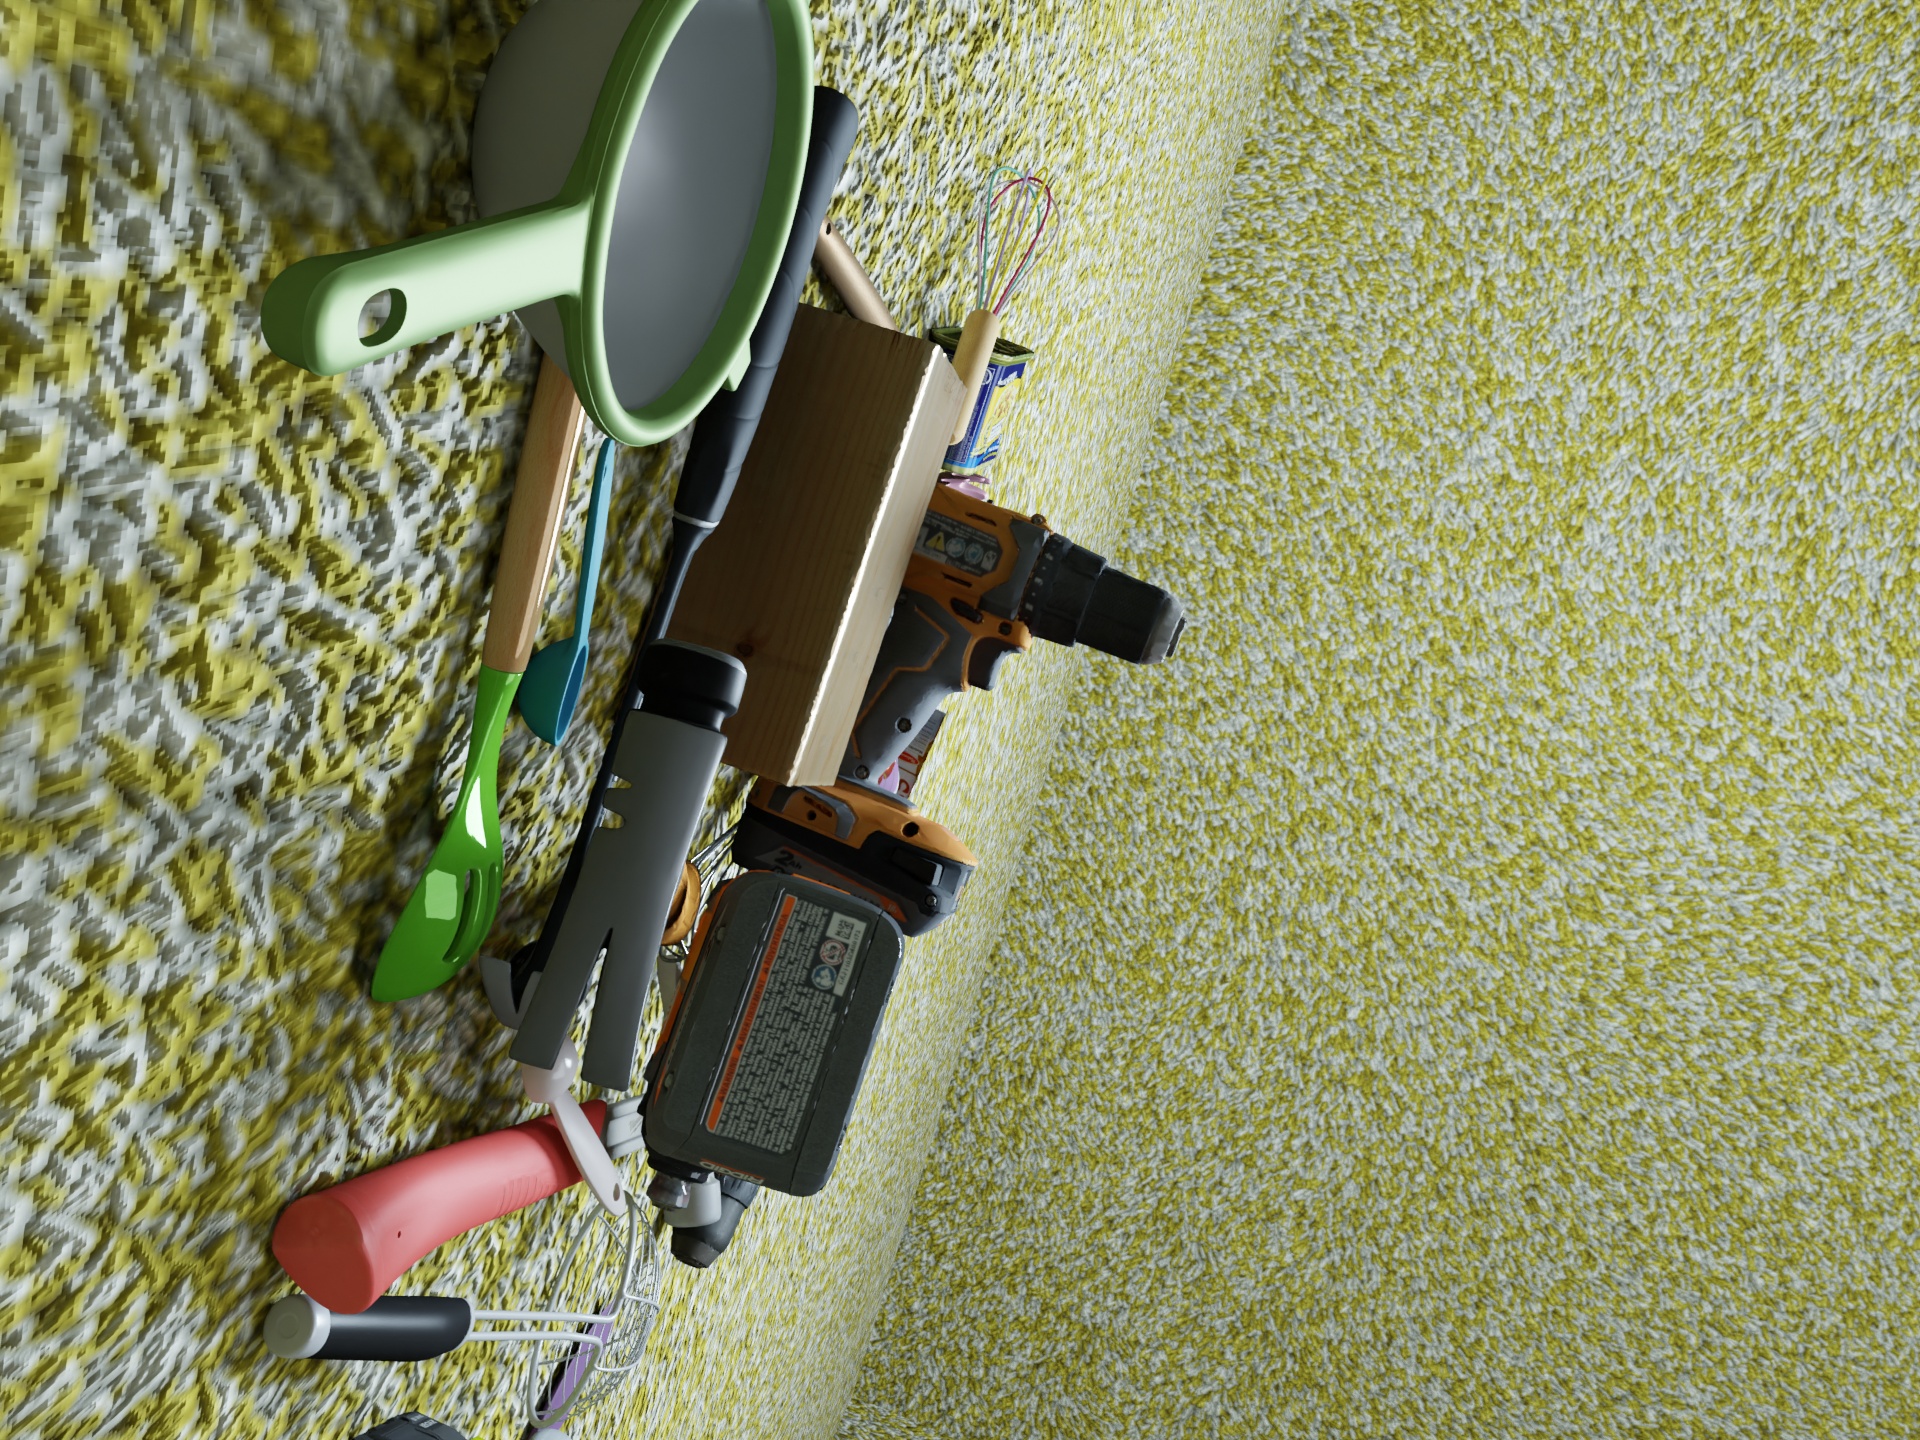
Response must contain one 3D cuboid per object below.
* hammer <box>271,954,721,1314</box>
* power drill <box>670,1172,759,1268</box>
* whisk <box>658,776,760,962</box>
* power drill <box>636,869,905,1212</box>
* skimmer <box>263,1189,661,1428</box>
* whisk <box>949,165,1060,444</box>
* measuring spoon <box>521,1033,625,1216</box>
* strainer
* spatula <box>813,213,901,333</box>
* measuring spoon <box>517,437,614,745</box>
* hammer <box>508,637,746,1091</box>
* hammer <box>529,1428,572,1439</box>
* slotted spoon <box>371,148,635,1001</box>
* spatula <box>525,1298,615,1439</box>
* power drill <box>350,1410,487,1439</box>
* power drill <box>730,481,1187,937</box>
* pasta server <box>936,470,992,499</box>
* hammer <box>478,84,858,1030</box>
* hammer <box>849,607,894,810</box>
[{"bbox_3d":[-0.189,0.190,0.734,0.359,0.037,0.149,24,60,-76],"label":"hammer"},{"bbox_3d":[-0.153,0.269,1.093,0.226,0.080,0.188,99,13,-62],"label":"power drill"},{"bbox_3d":[-0.119,0.056,0.943,0.057,0.059,0.246,53,34,-23],"label":"whisk"},{"bbox_3d":[-0.100,0.150,0.717,0.226,0.084,0.164,148,-38,-73],"label":"power drill"},{"bbox_3d":[-0.233,0.276,0.751,0.363,0.090,0.127,58,50,-66],"label":"skimmer"},{"bbox_3d":[0.020,-0.271,1.011,0.051,0.047,0.245,48,46,-40],"label":"whisk"},{"bbox_3d":[-0.166,0.182,0.713,0.034,0.018,0.124,-82,162,-51],"label":"measuring spoon"},{"bbox_3d":[-0.119,-0.141,0.432,0.256,0.069,0.151,-55,164,-59],"label":"strainer"},{"bbox_3d":[-0.050,-0.209,0.882,0.317,0.044,0.082,42,68,-76],"label":"spatula"},{"bbox_3d":[-0.147,-0.048,0.587,0.042,0.021,0.128,-85,-170,-58],"label":"measuring spoon"},{"bbox_3d":[-0.117,0.068,0.603,0.337,0.034,0.127,131,-25,-76],"label":"hammer"},{"bbox_3d":[-0.291,0.473,0.724,0.128,0.033,0.331,-58,173,23],"label":"hammer"},{"bbox_3d":[-0.155,-0.043,0.557,0.070,0.031,0.313,-56,162,-79],"label":"slotted spoon"},{"bbox_3d":[-0.273,0.464,0.933,0.316,0.018,0.059,-59,166,-59],"label":"spatula"},{"bbox_3d":[-0.176,0.388,0.685,0.171,0.223,0.080,67,42,-77],"label":"power drill"},{"bbox_3d":[-0.001,-0.003,0.828,0.084,0.185,0.226,42,70,-83],"label":"power drill"},{"bbox_3d":[-0.042,-0.129,1.050,0.060,0.040,0.316,-61,174,20],"label":"pasta server"},{"bbox_3d":[-0.116,-0.069,0.653,0.149,0.036,0.409,155,-47,-81],"label":"hammer"},{"bbox_3d":[-0.074,0.076,0.950,0.146,0.035,0.335,40,61,-71],"label":"hammer"}]
